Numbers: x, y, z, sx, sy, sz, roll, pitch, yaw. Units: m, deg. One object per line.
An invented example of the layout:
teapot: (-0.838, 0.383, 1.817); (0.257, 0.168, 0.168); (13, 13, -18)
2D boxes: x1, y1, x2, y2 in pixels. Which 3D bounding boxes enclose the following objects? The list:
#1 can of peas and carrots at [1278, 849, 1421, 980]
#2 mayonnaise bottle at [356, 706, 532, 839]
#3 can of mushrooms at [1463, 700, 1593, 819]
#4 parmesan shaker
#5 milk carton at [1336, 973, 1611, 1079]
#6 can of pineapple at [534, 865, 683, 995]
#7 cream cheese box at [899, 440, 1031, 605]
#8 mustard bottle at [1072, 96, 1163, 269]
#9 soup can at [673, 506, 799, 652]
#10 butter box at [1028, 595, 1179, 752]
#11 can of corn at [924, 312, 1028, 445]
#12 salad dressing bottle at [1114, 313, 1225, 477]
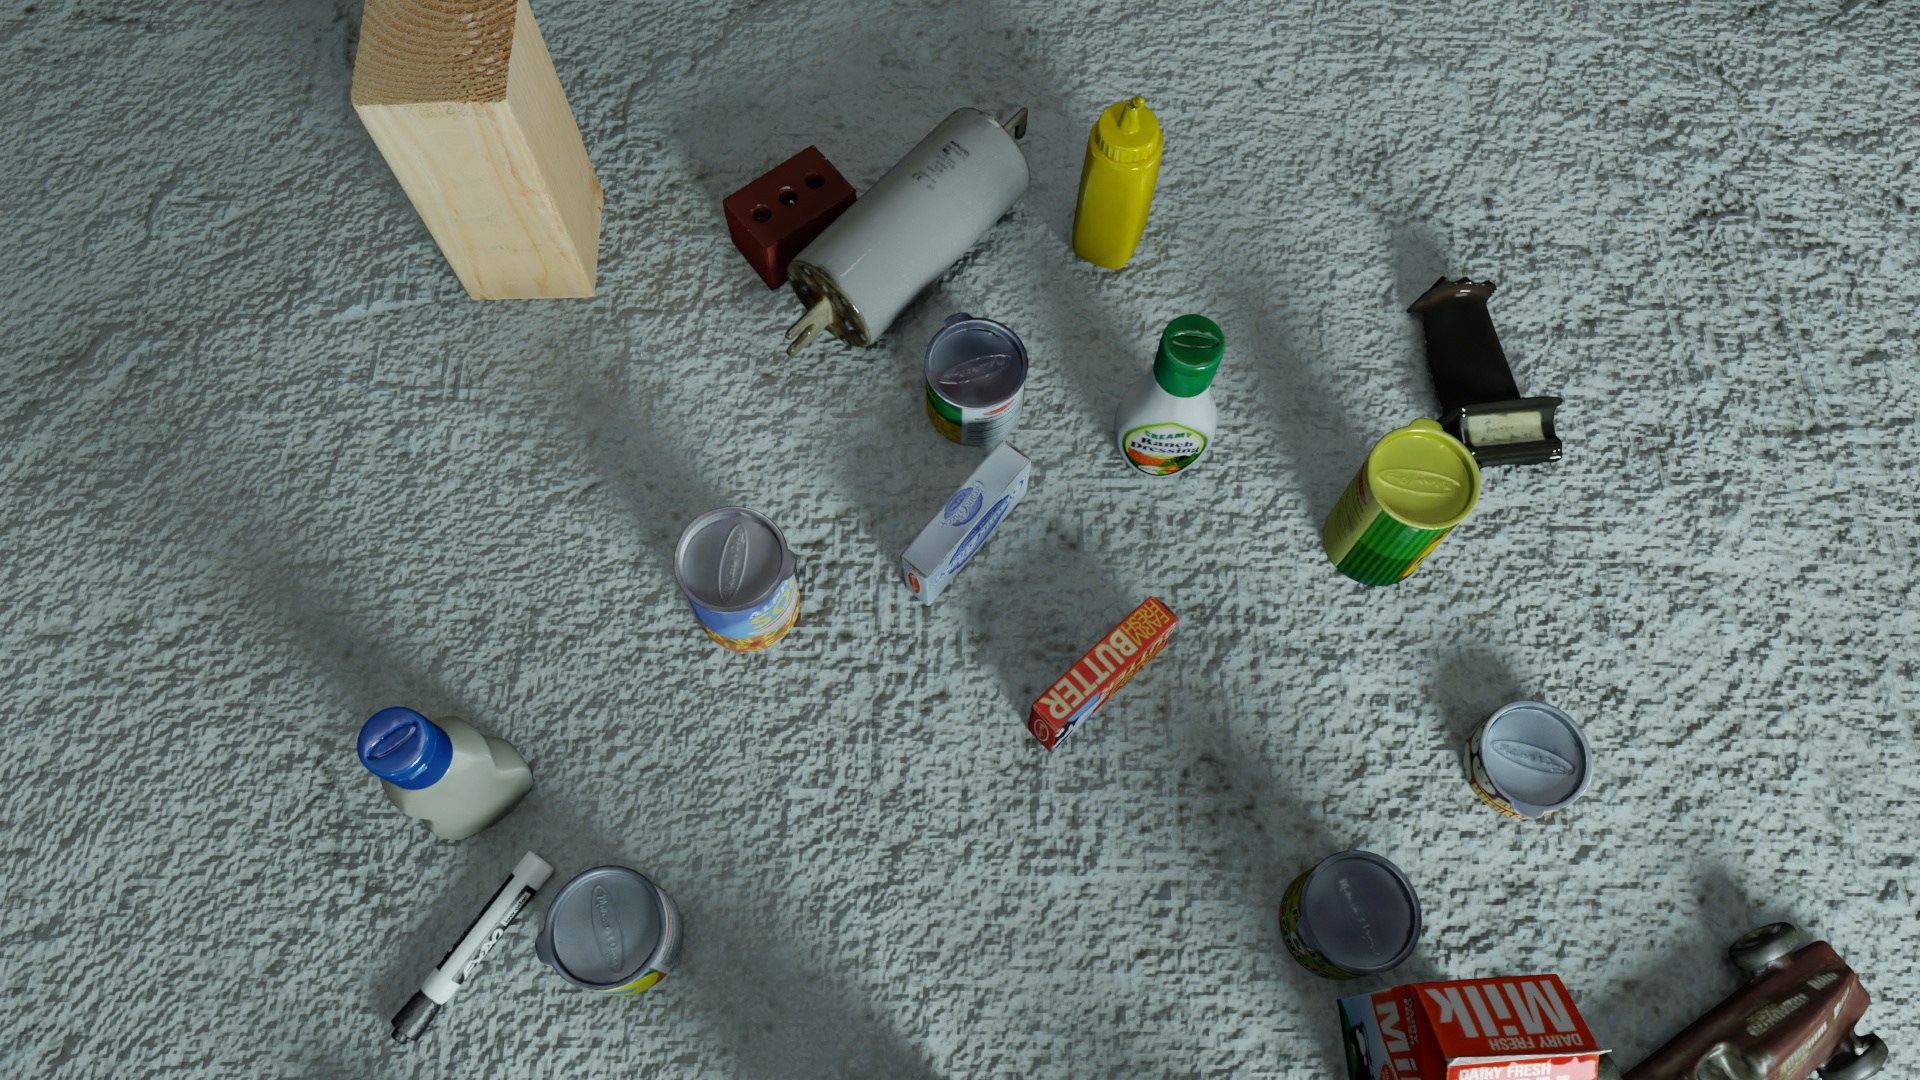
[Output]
can of peas and carrots: (0.216, 0.213, 0.782); (0.071, 0.058, 0.071); (0, 68, 0)
mayonnaise bottle: (-0.285, 0.126, 0.763); (0.065, 0.147, 0.041); (-37, 73, -14)
can of mushrooms: (0.337, 0.133, 0.828); (0.071, 0.033, 0.071); (0, 68, -1)
parmesan shaker: (0.268, -0.021, 0.852); (0.071, 0.102, 0.071); (0, 69, 0)
milk carton: (0.250, 0.259, 0.693); (0.072, 0.190, 0.073); (-3, 69, -2)
can of pineapple: (-0.194, 0.219, 0.775); (0.071, 0.057, 0.071); (0, 68, 0)
cream cheese box: (0.003, -0.011, 0.872); (0.024, 0.053, 0.104); (37, 72, 13)
mustard bottle: (0.104, -0.241, 0.908); (0.049, 0.159, 0.065); (18, 70, 6)
soup can: (-0.130, 0.026, 0.839); (0.071, 0.083, 0.071); (0, 69, 0)
butter box: (0.085, 0.080, 0.836); (0.104, 0.053, 0.024); (-41, 74, -15)
can of corn: (0.009, -0.105, 0.907); (0.071, 0.058, 0.071); (0, 68, 0)
salad dressing bottle: (0.131, -0.087, 0.853); (0.064, 0.147, 0.044); (6, 69, 2)
